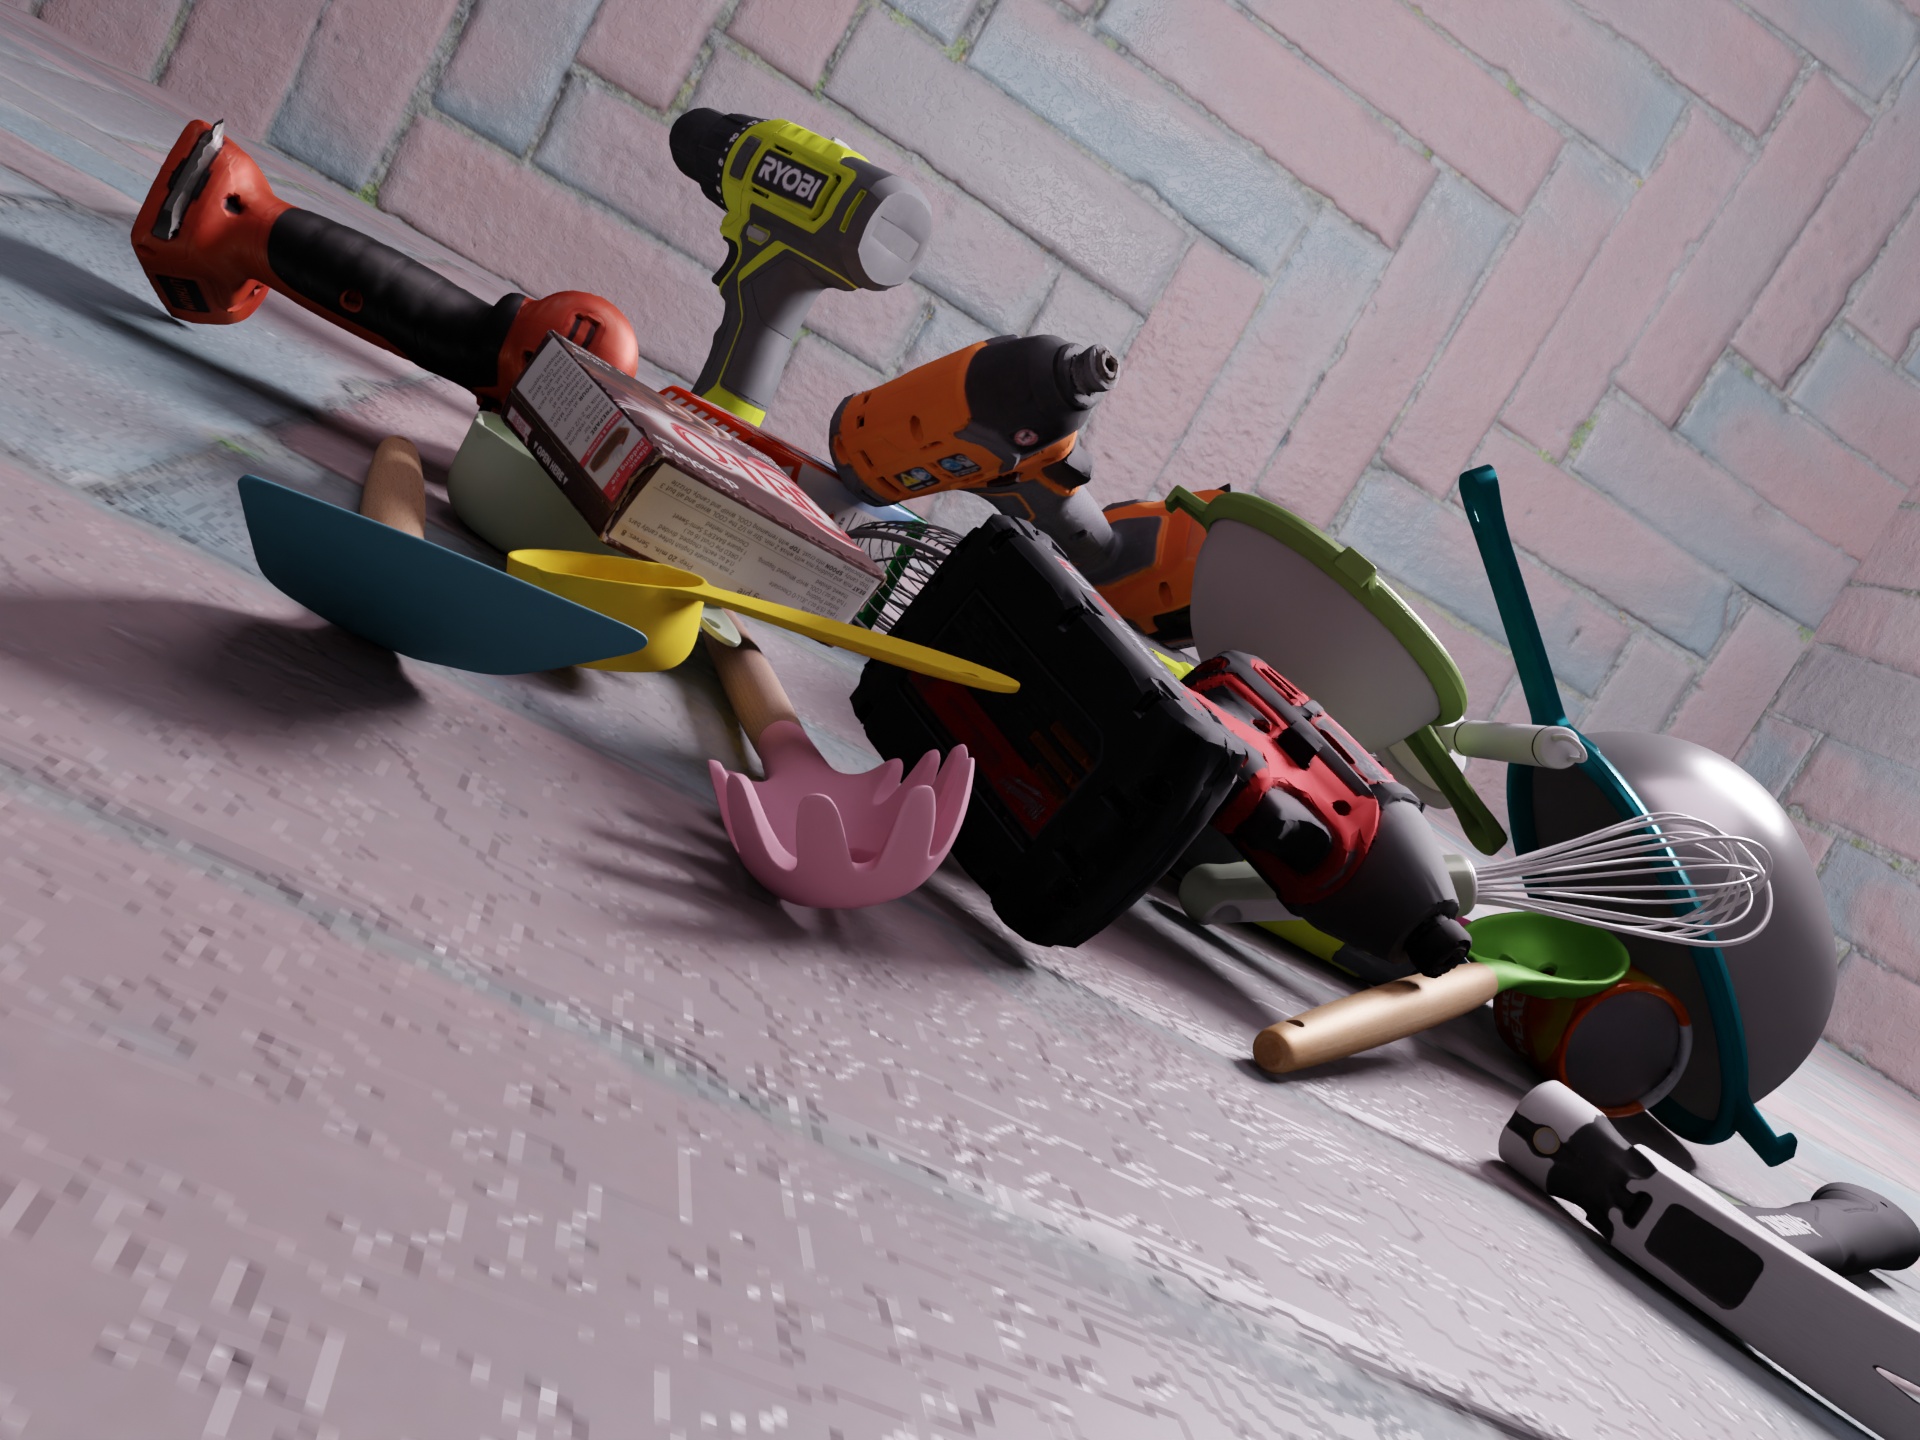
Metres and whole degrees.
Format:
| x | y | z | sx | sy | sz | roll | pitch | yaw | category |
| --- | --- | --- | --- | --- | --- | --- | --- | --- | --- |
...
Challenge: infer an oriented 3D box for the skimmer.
| x | y | z | sx | sy | sz | roll | pitch | yaw | category |
| --- | --- | --- | --- | --- | --- | --- | --- | --- | --- |
| -0.001 | -0.002 | 0.690 | 0.127 | 0.090 | 0.364 | 40 | 14 | -20 | skimmer |

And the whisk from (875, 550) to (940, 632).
| x | y | z | sx | sy | sz | roll | pitch | yaw | category |
| --- | --- | --- | --- | --- | --- | --- | --- | --- | --- |
| -0.092 | -0.108 | 0.983 | 0.239 | 0.055 | 0.055 | 28 | 6 | 24 | whisk |

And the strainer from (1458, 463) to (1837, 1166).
| x | y | z | sx | sy | sz | roll | pitch | yaw | category |
| --- | --- | --- | --- | --- | --- | --- | --- | --- | --- |
| 0.335 | 0.028 | 0.772 | 0.211 | 0.095 | 0.340 | -23 | 95 | -89 | strainer |

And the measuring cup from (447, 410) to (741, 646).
| x | y | z | sx | sy | sz | roll | pitch | yaw | category |
| --- | --- | --- | --- | --- | --- | --- | --- | --- | --- |
| -0.126 | -0.055 | 0.556 | 0.083 | 0.038 | 0.168 | 22 | 15 | -47 | measuring cup |

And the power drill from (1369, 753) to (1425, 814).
| x | y | z | sx | sy | sz | roll | pitch | yaw | category |
| --- | --- | --- | --- | --- | --- | --- | --- | --- | --- |
| 0.223 | 0.047 | 0.989 | 0.188 | 0.080 | 0.226 | 34 | 8 | 29 | power drill |

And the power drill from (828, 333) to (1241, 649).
| x | y | z | sx | sy | sz | roll | pitch | yaw | category |
| --- | --- | --- | --- | --- | --- | --- | --- | --- | --- |
| 0.065 | -0.117 | 0.821 | 0.164 | 0.084 | 0.226 | -11 | -31 | 44 | power drill |

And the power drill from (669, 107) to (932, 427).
| x | y | z | sx | sy | sz | roll | pitch | yaw | category |
| --- | --- | --- | --- | --- | --- | --- | --- | --- | --- |
| -0.138 | -0.233 | 0.907 | 0.191 | 0.228 | 0.080 | 35 | 9 | 33 | power drill |

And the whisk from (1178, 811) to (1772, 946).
| x | y | z | sx | sy | sz | roll | pitch | yaw | category |
| --- | --- | --- | --- | --- | --- | --- | --- | --- | --- |
| 0.207 | 0.066 | 0.633 | 0.246 | 0.057 | 0.059 | -1 | 56 | -7 | whisk |

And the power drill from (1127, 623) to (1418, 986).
| x | y | z | sx | sy | sz | roll | pitch | yaw | category |
| --- | --- | --- | --- | --- | --- | --- | --- | --- | --- |
| 0.113 | 0.028 | 0.755 | 0.171 | 0.080 | 0.223 | 28 | 11 | -19 | power drill |

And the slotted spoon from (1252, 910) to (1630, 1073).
| x | y | z | sx | sy | sz | roll | pitch | yaw | category |
| --- | --- | --- | --- | --- | --- | --- | --- | --- | --- |
| 0.180 | 0.099 | 0.587 | 0.070 | 0.031 | 0.313 | 13 | 6 | 35 | slotted spoon |

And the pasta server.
| x | y | z | sx | sy | sz | roll | pitch | yaw | category |
| --- | --- | --- | --- | --- | --- | --- | --- | --- | --- |
| -0.058 | -0.007 | 0.486 | 0.060 | 0.040 | 0.316 | -3 | 16 | -14 | pasta server |

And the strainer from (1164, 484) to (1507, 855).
| x | y | z | sx | sy | sz | roll | pitch | yaw | category |
| --- | --- | --- | --- | --- | --- | --- | --- | --- | --- |
| 0.183 | 0.002 | 0.756 | 0.256 | 0.069 | 0.152 | 46 | -4 | -31 | strainer |

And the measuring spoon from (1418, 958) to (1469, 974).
| x | y | z | sx | sy | sz | roll | pitch | yaw | category |
| --- | --- | --- | --- | --- | --- | --- | --- | --- | --- |
| 0.247 | 0.120 | 0.846 | 0.042 | 0.021 | 0.128 | 30 | 8 | 0 | measuring spoon |

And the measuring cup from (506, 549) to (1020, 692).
| x | y | z | sx | sy | sz | roll | pitch | yaw | category |
| --- | --- | --- | --- | --- | --- | --- | --- | --- | --- |
| -0.059 | -0.019 | 0.446 | 0.156 | 0.029 | 0.062 | 16 | 12 | 18 | measuring cup |

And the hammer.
| x | y | z | sx | sy | sz | roll | pitch | yaw | category |
| --- | --- | --- | --- | --- | --- | --- | --- | --- | --- |
| 0.321 | 0.197 | 0.592 | 0.146 | 0.035 | 0.334 | 36 | 9 | 39 | hammer |

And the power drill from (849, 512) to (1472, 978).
| x | y | z | sx | sy | sz | roll | pitch | yaw | category |
| --- | --- | --- | --- | --- | --- | --- | --- | --- | --- |
| 0.081 | 0.022 | 0.519 | 0.219 | 0.078 | 0.143 | 17 | 28 | -50 | power drill |

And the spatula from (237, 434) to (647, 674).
| x | y | z | sx | sy | sz | roll | pitch | yaw | category |
| --- | --- | --- | --- | --- | --- | --- | --- | --- | --- |
| -0.155 | -0.060 | 0.449 | 0.082 | 0.044 | 0.318 | 22 | 9 | -25 | spatula |

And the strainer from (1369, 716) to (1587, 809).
| x | y | z | sx | sy | sz | roll | pitch | yaw | category |
| --- | --- | --- | --- | --- | --- | --- | --- | --- | --- |
| 0.259 | 0.009 | 0.812 | 0.087 | 0.050 | 0.258 | 60 | -3 | -4 | strainer |

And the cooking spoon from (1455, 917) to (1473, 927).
| x | y | z | sx | sy | sz | roll | pitch | yaw | category |
| --- | --- | --- | --- | --- | --- | --- | --- | --- | --- |
| 0.287 | 0.118 | 0.993 | 0.069 | 0.017 | 0.318 | 31 | 5 | 22 | cooking spoon |
